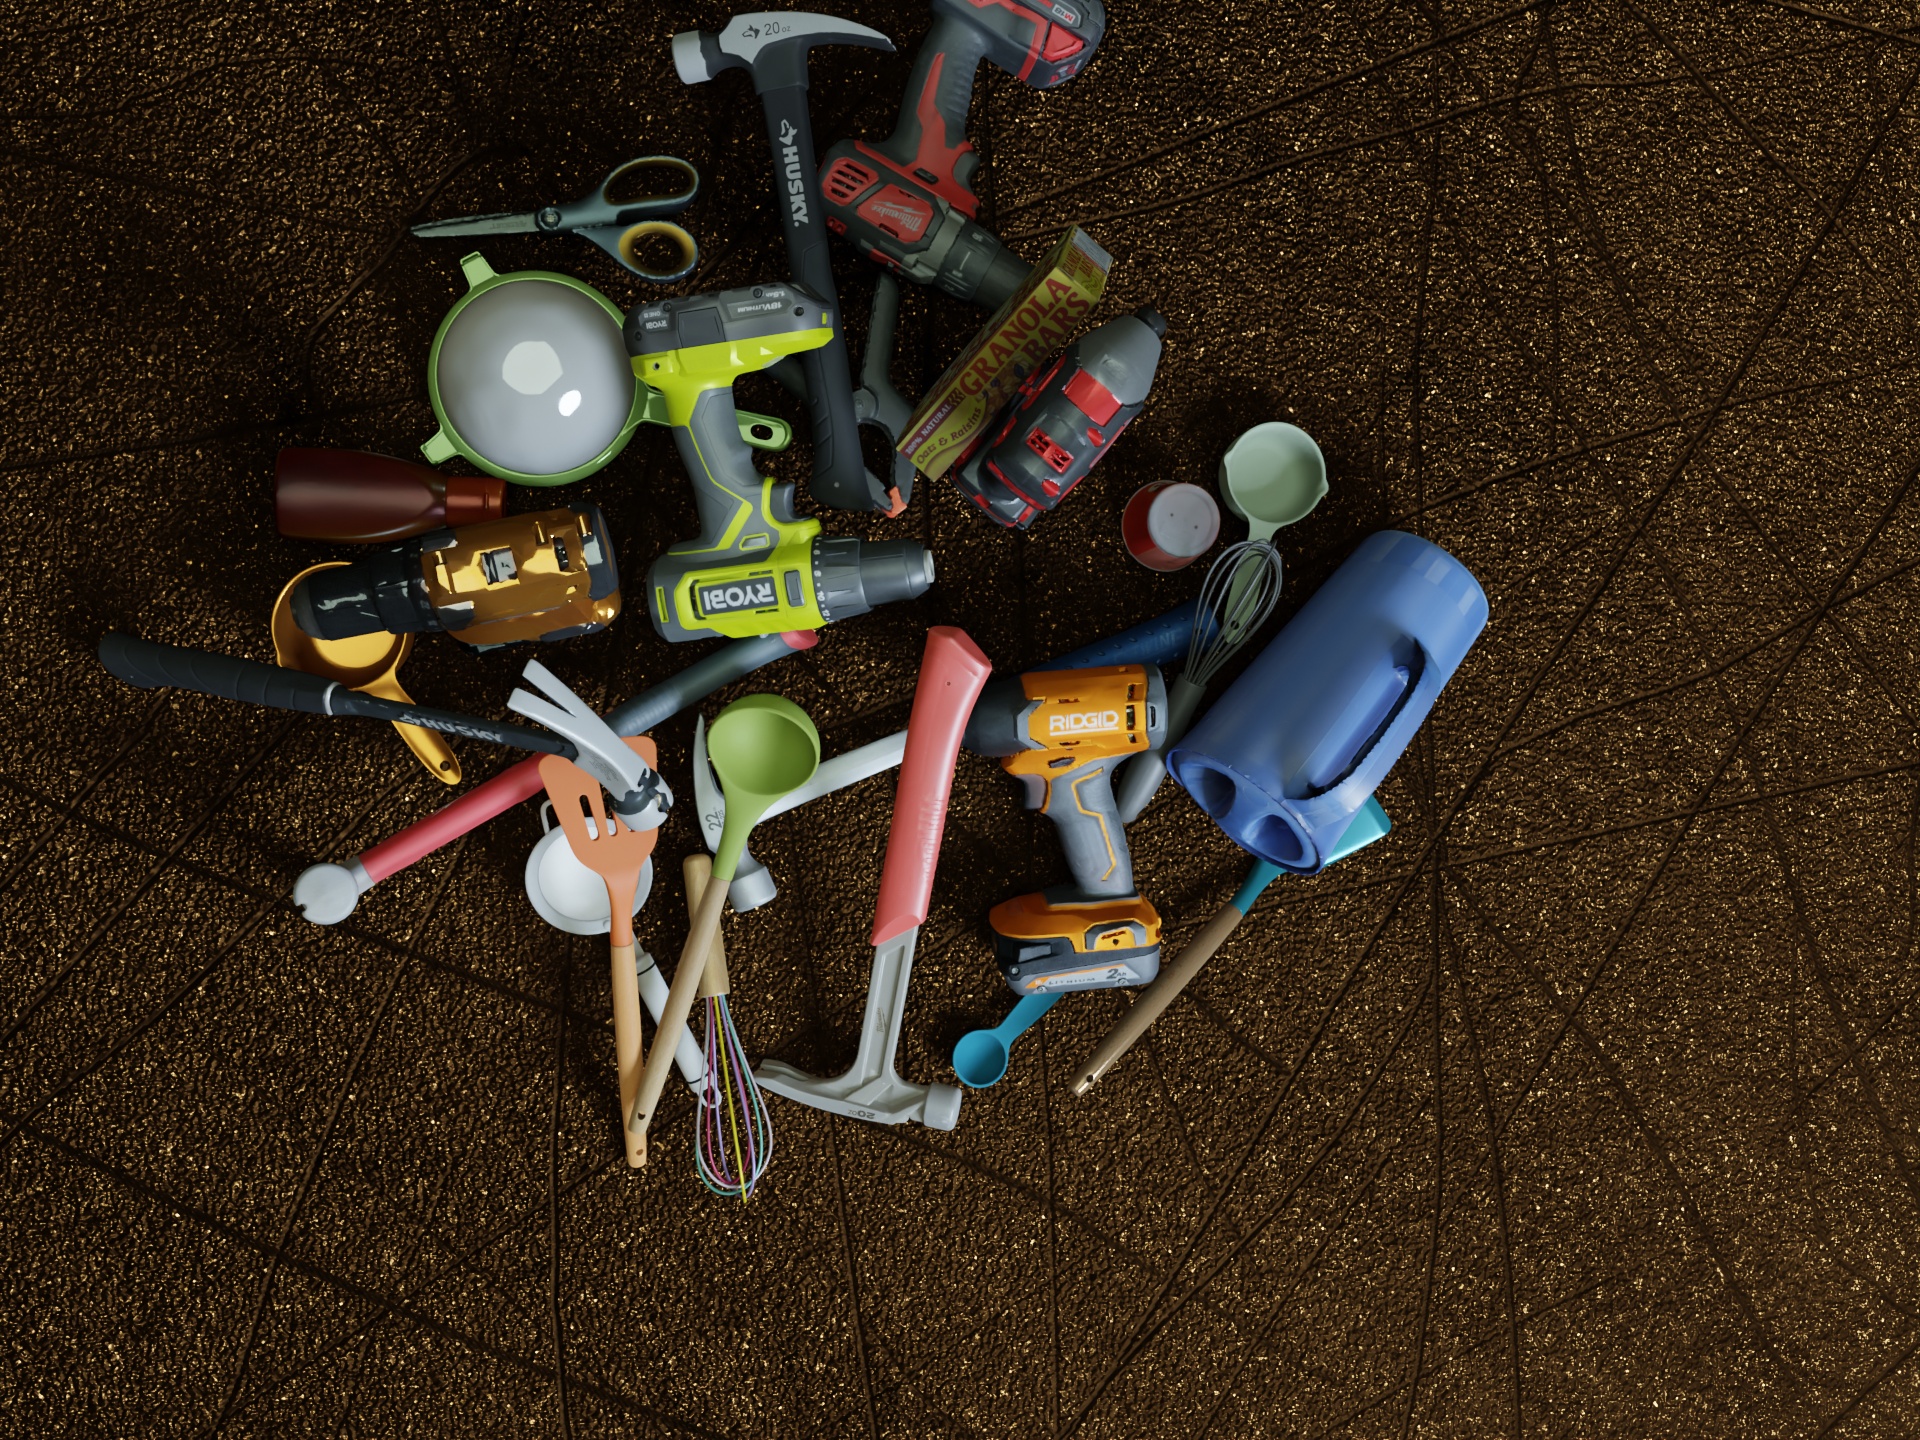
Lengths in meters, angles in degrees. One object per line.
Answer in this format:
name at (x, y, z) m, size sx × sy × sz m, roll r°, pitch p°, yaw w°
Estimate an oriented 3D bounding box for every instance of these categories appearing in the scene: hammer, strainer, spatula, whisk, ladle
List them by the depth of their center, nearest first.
hammer at (-0.384, -0.012, 1.002) m, size 0.409 × 0.149 × 0.036 m, roll 10°, pitch 63°, yaw 21°
hammer at (-0.097, -0.309, 1.086) m, size 0.146 × 0.035 × 0.334 m, roll -7°, pitch 99°, yaw 9°
ladle at (-0.174, 0.135, 1.092) m, size 0.078 × 0.062 × 0.320 m, roll 19°, pitch 91°, yaw -5°
spatula at (-0.234, 0.168, 1.093) m, size 0.081 × 0.041 × 0.322 m, roll -13°, pitch 117°, yaw -30°
hammer at (-0.046, 0.109, 1.098) m, size 0.149 × 0.037 × 0.359 m, roll 12°, pitch 105°, yaw 7°
strainer at (-0.242, -0.228, 1.099) m, size 0.256 × 0.069 × 0.151 m, roll 12°, pitch 90°, yaw -7°
hammer at (-0.273, 0.024, 1.102) m, size 0.386 × 0.143 × 0.038 m, roll -31°, pitch 97°, yaw -17°
whisk at (-0.173, 0.217, 1.128) m, size 0.051 × 0.047 × 0.245 m, roll -12°, pitch 80°, yaw 19°
strainer at (-0.233, 0.167, 1.131) m, size 0.087 × 0.050 × 0.258 m, roll -26°, pitch 101°, yaw -7°
whisk at (0.169, -0.026, 1.153) m, size 0.055 × 0.055 × 0.239 m, roll 22°, pitch 108°, yaw -9°
hammer at (-0.002, -0.004, 1.160) m, size 0.405 × 0.035 × 0.144 m, roll -22°, pitch 95°, yaw -7°
spatula at (0.191, 0.158, 1.174) m, size 0.317 × 0.044 × 0.082 m, roll -45°, pitch 102°, yaw -17°

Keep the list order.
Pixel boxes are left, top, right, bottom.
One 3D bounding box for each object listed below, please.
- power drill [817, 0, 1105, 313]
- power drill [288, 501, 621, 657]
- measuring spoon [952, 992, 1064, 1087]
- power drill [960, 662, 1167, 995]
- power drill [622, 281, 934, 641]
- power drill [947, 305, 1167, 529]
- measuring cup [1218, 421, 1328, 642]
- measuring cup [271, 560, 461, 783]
power drill at (0.019, -0.411, 1.130) m, size 0.188 × 0.080 × 0.227 m, roll 29°, pitch 91°, yaw -8°
power drill at (-0.309, -0.085, 1.015) m, size 0.185 × 0.226 × 0.084 m, roll -13°, pitch 94°, yaw -8°
measuring spoon at (0.043, 0.221, 1.188) m, size 0.128 × 0.021 × 0.042 m, roll -43°, pitch 97°, yaw -14°
power drill at (0.064, 0.075, 1.130) m, size 0.164 × 0.084 × 0.226 m, roll -4°, pitch 105°, yaw -6°
power drill at (-0.125, -0.170, 1.062) m, size 0.190 × 0.080 × 0.228 m, roll -7°, pitch 103°, yaw 7°
power drill at (0.066, -0.202, 1.070) m, size 0.078 × 0.220 × 0.143 m, roll 39°, pitch 86°, yaw -8°
measuring cup at (0.218, -0.138, 1.188) m, size 0.083 × 0.038 × 0.167 m, roll 15°, pitch 91°, yaw -9°
measuring cup at (-0.395, -0.029, 1.094) m, size 0.095 × 0.052 × 0.173 m, roll -35°, pitch 98°, yaw -6°
